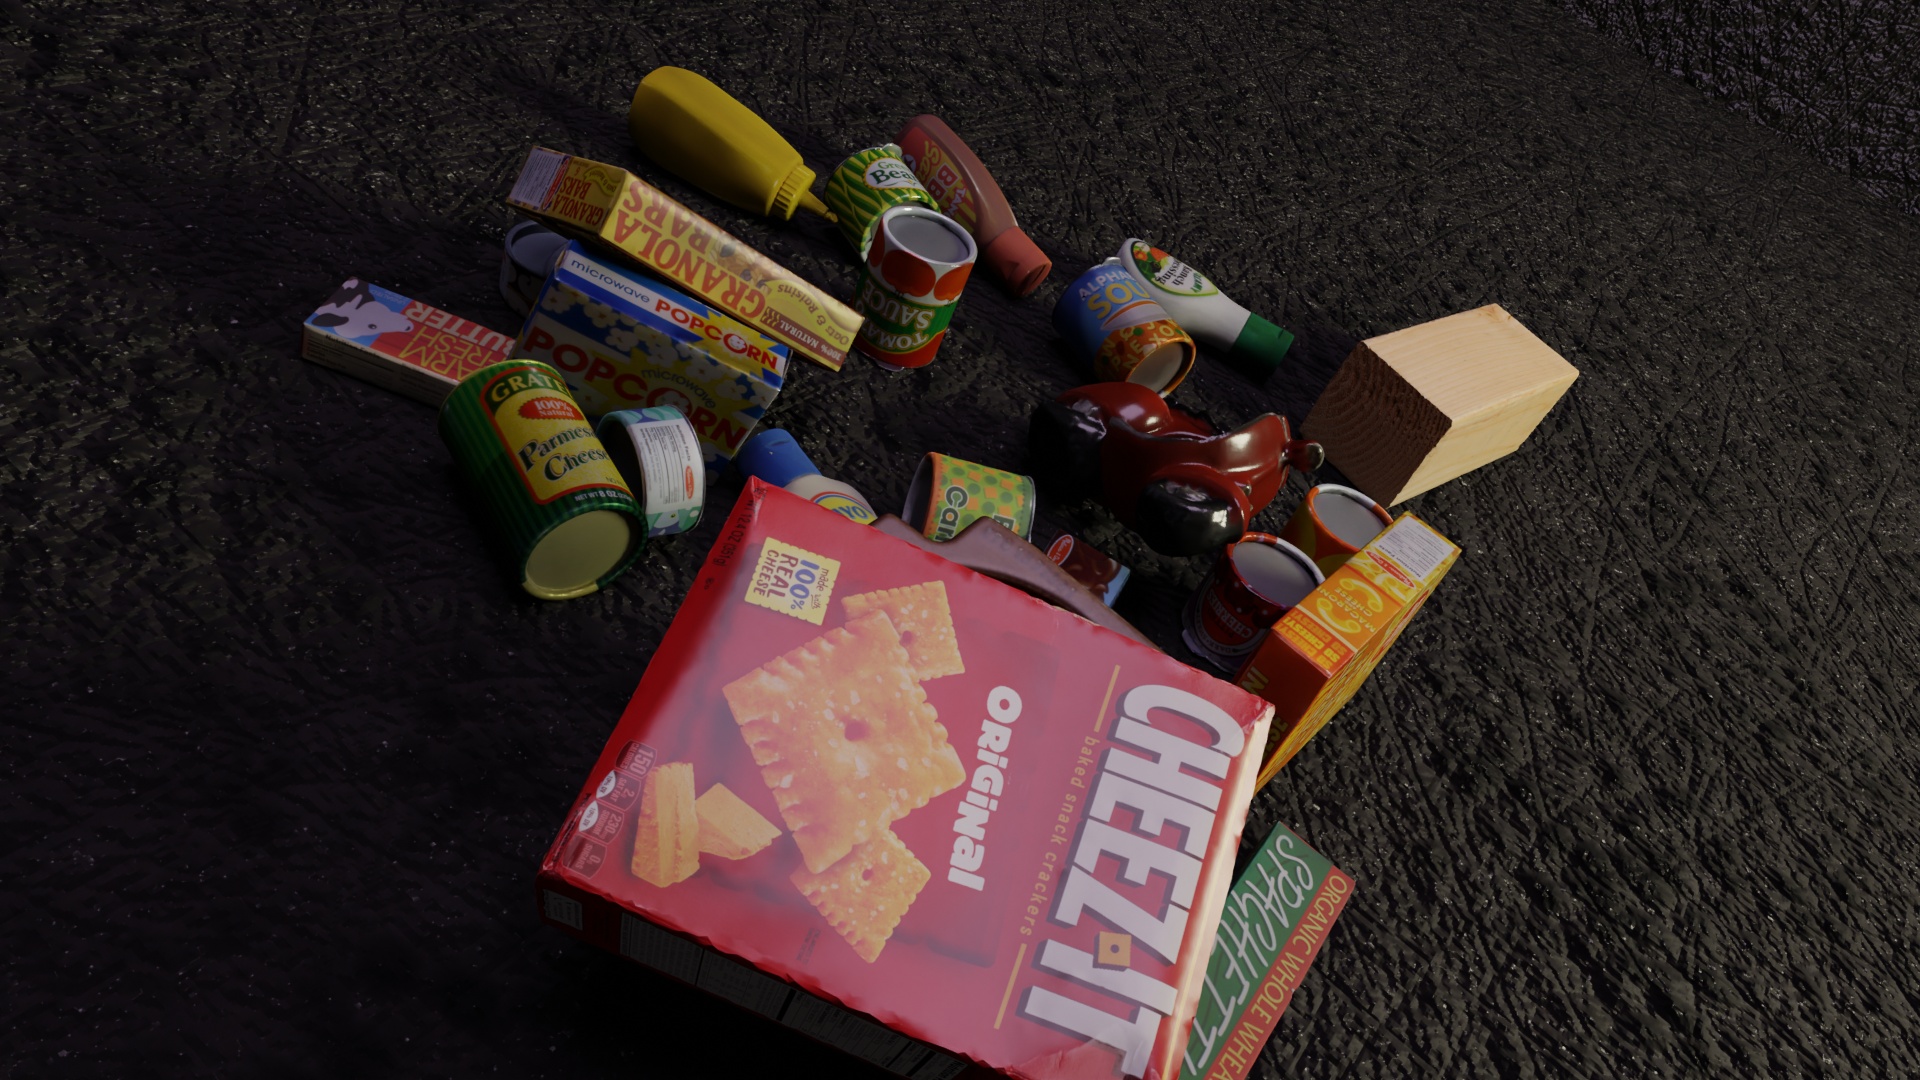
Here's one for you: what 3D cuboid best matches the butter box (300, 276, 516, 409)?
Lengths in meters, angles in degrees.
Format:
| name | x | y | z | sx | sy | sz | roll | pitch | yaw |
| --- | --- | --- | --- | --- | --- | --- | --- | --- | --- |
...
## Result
| name | x | y | z | sx | sy | sz | roll | pitch | yaw |
| --- | --- | --- | --- | --- | --- | --- | --- | --- | --- |
| butter box | -0.287 | -0.100 | 0.737 | 0.103 | 0.024 | 0.053 | 21 | 40 | -6 |

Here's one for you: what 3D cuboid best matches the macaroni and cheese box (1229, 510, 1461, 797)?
| name | x | y | z | sx | sy | sz | roll | pitch | yaw |
| --- | --- | --- | --- | --- | --- | --- | --- | --- | --- |
| macaroni and cheese box | 0.187 | 0.066 | 0.735 | 0.040 | 0.123 | 0.167 | 40 | 41 | 20 |

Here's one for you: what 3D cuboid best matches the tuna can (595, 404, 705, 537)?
| name | x | y | z | sx | sy | sz | roll | pitch | yaw |
| --- | --- | --- | --- | --- | --- | --- | --- | --- | --- |
| tuna can | -0.159 | -0.034 | 0.704 | 0.033 | 0.070 | 0.071 | -11 | 52 | -35 |

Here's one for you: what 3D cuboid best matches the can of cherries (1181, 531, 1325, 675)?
| name | x | y | z | sx | sy | sz | roll | pitch | yaw |
| --- | --- | --- | --- | --- | --- | --- | --- | --- | --- |
| can of cherries | 0.169 | 0.038 | 0.807 | 0.071 | 0.058 | 0.072 | 16 | 40 | -14 |

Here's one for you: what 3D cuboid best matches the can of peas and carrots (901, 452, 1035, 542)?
| name | x | y | z | sx | sy | sz | roll | pitch | yaw |
| --- | --- | --- | --- | --- | --- | --- | --- | --- | --- |
| can of peas and carrots | 0.003 | -0.010 | 0.761 | 0.059 | 0.070 | 0.071 | 14 | 41 | -14 |

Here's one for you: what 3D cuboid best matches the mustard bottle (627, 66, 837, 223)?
| name | x | y | z | sx | sy | sz | roll | pitch | yaw |
| --- | --- | --- | --- | --- | --- | --- | --- | --- | --- |
| mustard bottle | -0.152 | -0.264 | 0.964 | 0.160 | 0.065 | 0.049 | 33 | 45 | -1 |

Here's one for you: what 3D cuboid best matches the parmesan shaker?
| name | x | y | z | sx | sy | sz | roll | pitch | yaw |
| --- | --- | --- | --- | --- | --- | --- | --- | --- | --- |
| parmesan shaker | -0.200 | -0.030 | 0.674 | 0.071 | 0.071 | 0.103 | -13 | 53 | -38 |

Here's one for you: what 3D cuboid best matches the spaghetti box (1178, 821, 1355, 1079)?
| name | x | y | z | sx | sy | sz | roll | pitch | yaw |
| --- | --- | --- | --- | --- | --- | --- | --- | --- | --- |
| spaghetti box | 0.106 | 0.211 | 0.604 | 0.050 | 0.028 | 0.251 | 38 | 41 | 13 |

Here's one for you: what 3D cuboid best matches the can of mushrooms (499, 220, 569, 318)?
| name | x | y | z | sx | sy | sz | roll | pitch | yaw |
| --- | --- | --- | --- | --- | --- | --- | --- | --- | --- |
| can of mushrooms | -0.234 | -0.157 | 0.820 | 0.071 | 0.033 | 0.071 | 15 | 40 | -13 |

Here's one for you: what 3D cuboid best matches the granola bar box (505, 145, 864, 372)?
| name | x | y | z | sx | sy | sz | roll | pitch | yaw |
| --- | --- | --- | --- | --- | --- | --- | --- | --- | --- |
| granola bar box | -0.152 | -0.154 | 0.770 | 0.165 | 0.039 | 0.124 | 26 | 0 | -43 |

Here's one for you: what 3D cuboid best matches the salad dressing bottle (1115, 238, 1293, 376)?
| name | x | y | z | sx | sy | sz | roll | pitch | yaw |
| --- | --- | --- | --- | --- | --- | --- | --- | --- | --- |
| salad dressing bottle | 0.181 | -0.176 | 1.061 | 0.148 | 0.043 | 0.064 | 30 | 41 | 4 |

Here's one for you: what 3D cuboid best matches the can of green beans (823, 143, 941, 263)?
| name | x | y | z | sx | sy | sz | roll | pitch | yaw |
| --- | --- | --- | --- | --- | --- | --- | --- | --- | --- |
| can of green beans | -0.054 | -0.232 | 0.975 | 0.071 | 0.071 | 0.058 | -9 | 51 | -36 |

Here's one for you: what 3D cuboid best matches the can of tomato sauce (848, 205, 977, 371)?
| name | x | y | z | sx | sy | sz | roll | pitch | yaw |
| --- | --- | --- | --- | --- | --- | --- | --- | --- | --- |
| can of tomato sauce | -0.034 | -0.163 | 0.897 | 0.071 | 0.082 | 0.071 | 15 | 40 | -13 |

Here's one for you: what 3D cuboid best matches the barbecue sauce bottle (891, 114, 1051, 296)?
| name | x | y | z | sx | sy | sz | roll | pitch | yaw |
| --- | --- | --- | --- | --- | --- | --- | --- | --- | --- |
| barbecue sauce bottle | 0.006 | -0.244 | 1.029 | 0.149 | 0.064 | 0.044 | 49 | 35 | 12 |

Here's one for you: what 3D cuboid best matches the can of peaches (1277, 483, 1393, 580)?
| name | x | y | z | sx | sy | sz | roll | pitch | yaw |
| --- | --- | --- | --- | --- | --- | --- | --- | --- | --- |
| can of peaches | 0.235 | 0.008 | 0.876 | 0.071 | 0.057 | 0.071 | 16 | 40 | -13 |

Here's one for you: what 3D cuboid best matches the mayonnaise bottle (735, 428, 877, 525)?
| name | x | y | z | sx | sy | sz | roll | pitch | yaw |
| --- | --- | --- | --- | --- | --- | --- | --- | --- | --- |
| mayonnaise bottle | -0.066 | 0.002 | 0.731 | 0.065 | 0.041 | 0.148 | -18 | 57 | -39 |

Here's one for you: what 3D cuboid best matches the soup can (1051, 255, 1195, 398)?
| name | x | y | z | sx | sy | sz | roll | pitch | yaw |
| --- | --- | --- | --- | --- | --- | --- | --- | --- | --- |
| soup can | 0.115 | -0.145 | 0.968 | 0.071 | 0.071 | 0.084 | -12 | 53 | -38 |

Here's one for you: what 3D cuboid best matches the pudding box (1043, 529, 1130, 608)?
| name | x | y | z | sx | sy | sz | roll | pitch | yaw |
| --- | --- | --- | --- | --- | --- | --- | --- | --- | --- |
| pudding box | 0.057 | 0.035 | 0.771 | 0.050 | 0.030 | 0.084 | 30 | 39 | 6 |

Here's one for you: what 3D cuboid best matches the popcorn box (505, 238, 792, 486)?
| name | x | y | z | sx | sy | sz | roll | pitch | yaw |
| --- | --- | --- | --- | --- | --- | --- | --- | --- | --- |
| popcorn box | -0.165 | -0.091 | 0.726 | 0.126 | 0.084 | 0.038 | 26 | 41 | -21 |
